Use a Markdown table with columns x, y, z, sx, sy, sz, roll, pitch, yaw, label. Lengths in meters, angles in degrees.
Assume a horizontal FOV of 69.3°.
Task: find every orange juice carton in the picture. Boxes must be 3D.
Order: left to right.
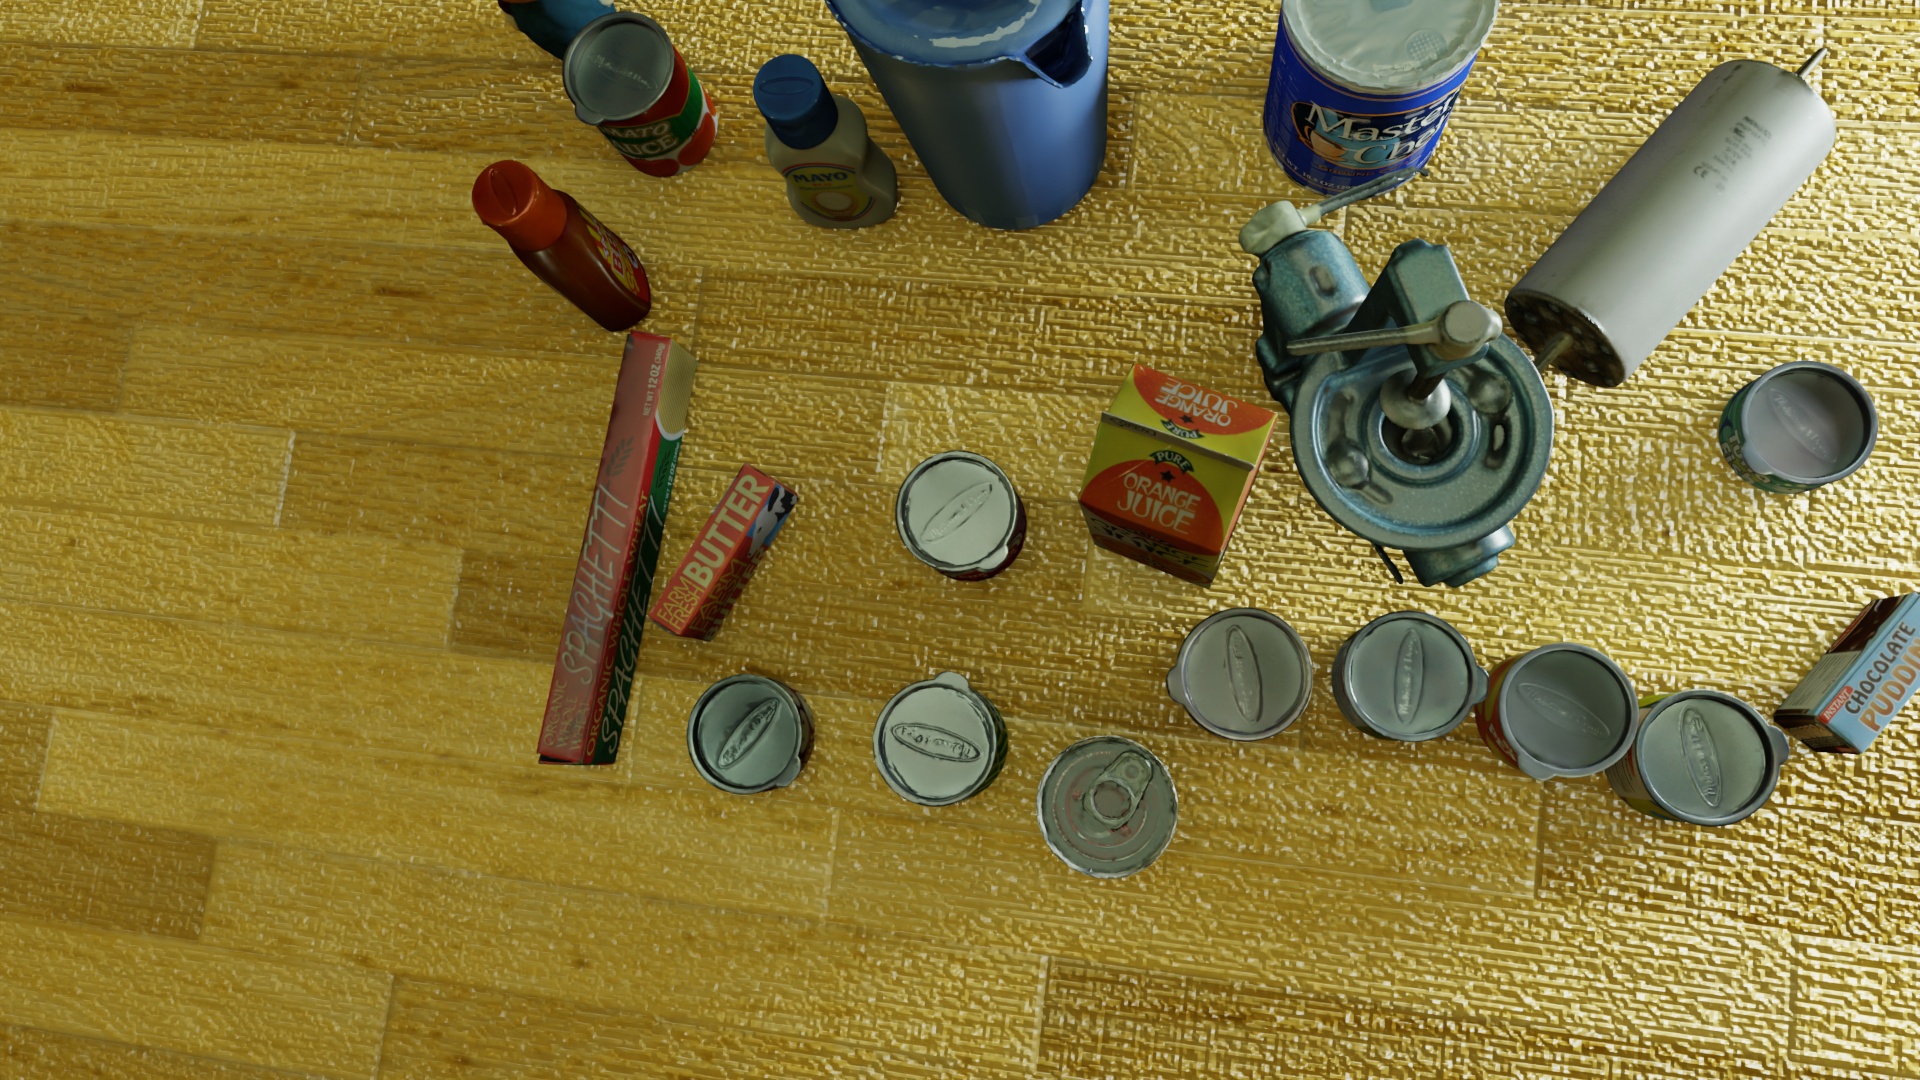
| x | y | z | sx | sy | sz | roll | pitch | yaw | label |
| --- | --- | --- | --- | --- | --- | --- | --- | --- | --- |
| 0.107 | -0.031 | 0.689 | 0.072 | 0.192 | 0.073 | 22 | 85 | 11 | orange juice carton |

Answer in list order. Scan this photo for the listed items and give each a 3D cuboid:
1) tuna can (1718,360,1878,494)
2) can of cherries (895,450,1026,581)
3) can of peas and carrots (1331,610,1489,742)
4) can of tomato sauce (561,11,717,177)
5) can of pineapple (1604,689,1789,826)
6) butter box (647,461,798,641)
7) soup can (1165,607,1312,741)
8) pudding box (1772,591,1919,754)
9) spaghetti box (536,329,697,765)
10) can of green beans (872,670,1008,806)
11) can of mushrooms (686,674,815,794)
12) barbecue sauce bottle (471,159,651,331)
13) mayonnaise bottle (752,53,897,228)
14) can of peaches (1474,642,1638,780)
| x | y | z | sx | sy | sz | roll | pitch | yaw | label |
| --- | --- | --- | --- | --- | --- | --- | --- | --- | --- |
| 0.435 | -0.057 | 0.728 | 0.071 | 0.033 | 0.071 | -1 | 81 | 8 | tuna can |
| 0.003 | -0.010 | 0.769 | 0.071 | 0.058 | 0.071 | -1 | 81 | 8 | can of cherries |
| 0.232 | 0.072 | 0.723 | 0.071 | 0.058 | 0.071 | -1 | 81 | 8 | can of peas and carrots |
| -0.188 | -0.260 | 0.824 | 0.071 | 0.083 | 0.071 | -1 | 81 | 8 | can of tomato sauce |
| 0.367 | 0.109 | 0.699 | 0.071 | 0.058 | 0.071 | -1 | 81 | 8 | can of pineapple |
| -0.133 | 0.008 | 0.789 | 0.024 | 0.053 | 0.103 | 31 | 87 | 11 | butter box |
| 0.143 | 0.072 | 0.723 | 0.071 | 0.083 | 0.071 | -1 | 81 | 8 | soup can |
| 0.455 | 0.067 | 0.697 | 0.030 | 0.049 | 0.084 | 41 | 89 | 12 | pudding box |
| -0.196 | 0.006 | 0.799 | 0.029 | 0.050 | 0.250 | 9 | 82 | 10 | spaghetti box |
| -0.009 | 0.110 | 0.752 | 0.071 | 0.058 | 0.071 | -1 | 81 | 8 | can of green beans |
| -0.115 | 0.110 | 0.780 | 0.071 | 0.033 | 0.071 | -1 | 81 | 8 | can of mushrooms |
| -0.223 | -0.167 | 0.780 | 0.043 | 0.148 | 0.065 | -28 | 79 | 4 | barbecue sauce bottle |
| -0.077 | -0.217 | 0.768 | 0.065 | 0.148 | 0.041 | -1 | 82 | 8 | mayonnaise bottle |
| 0.302 | 0.089 | 0.711 | 0.071 | 0.058 | 0.071 | -1 | 81 | 8 | can of peaches |
